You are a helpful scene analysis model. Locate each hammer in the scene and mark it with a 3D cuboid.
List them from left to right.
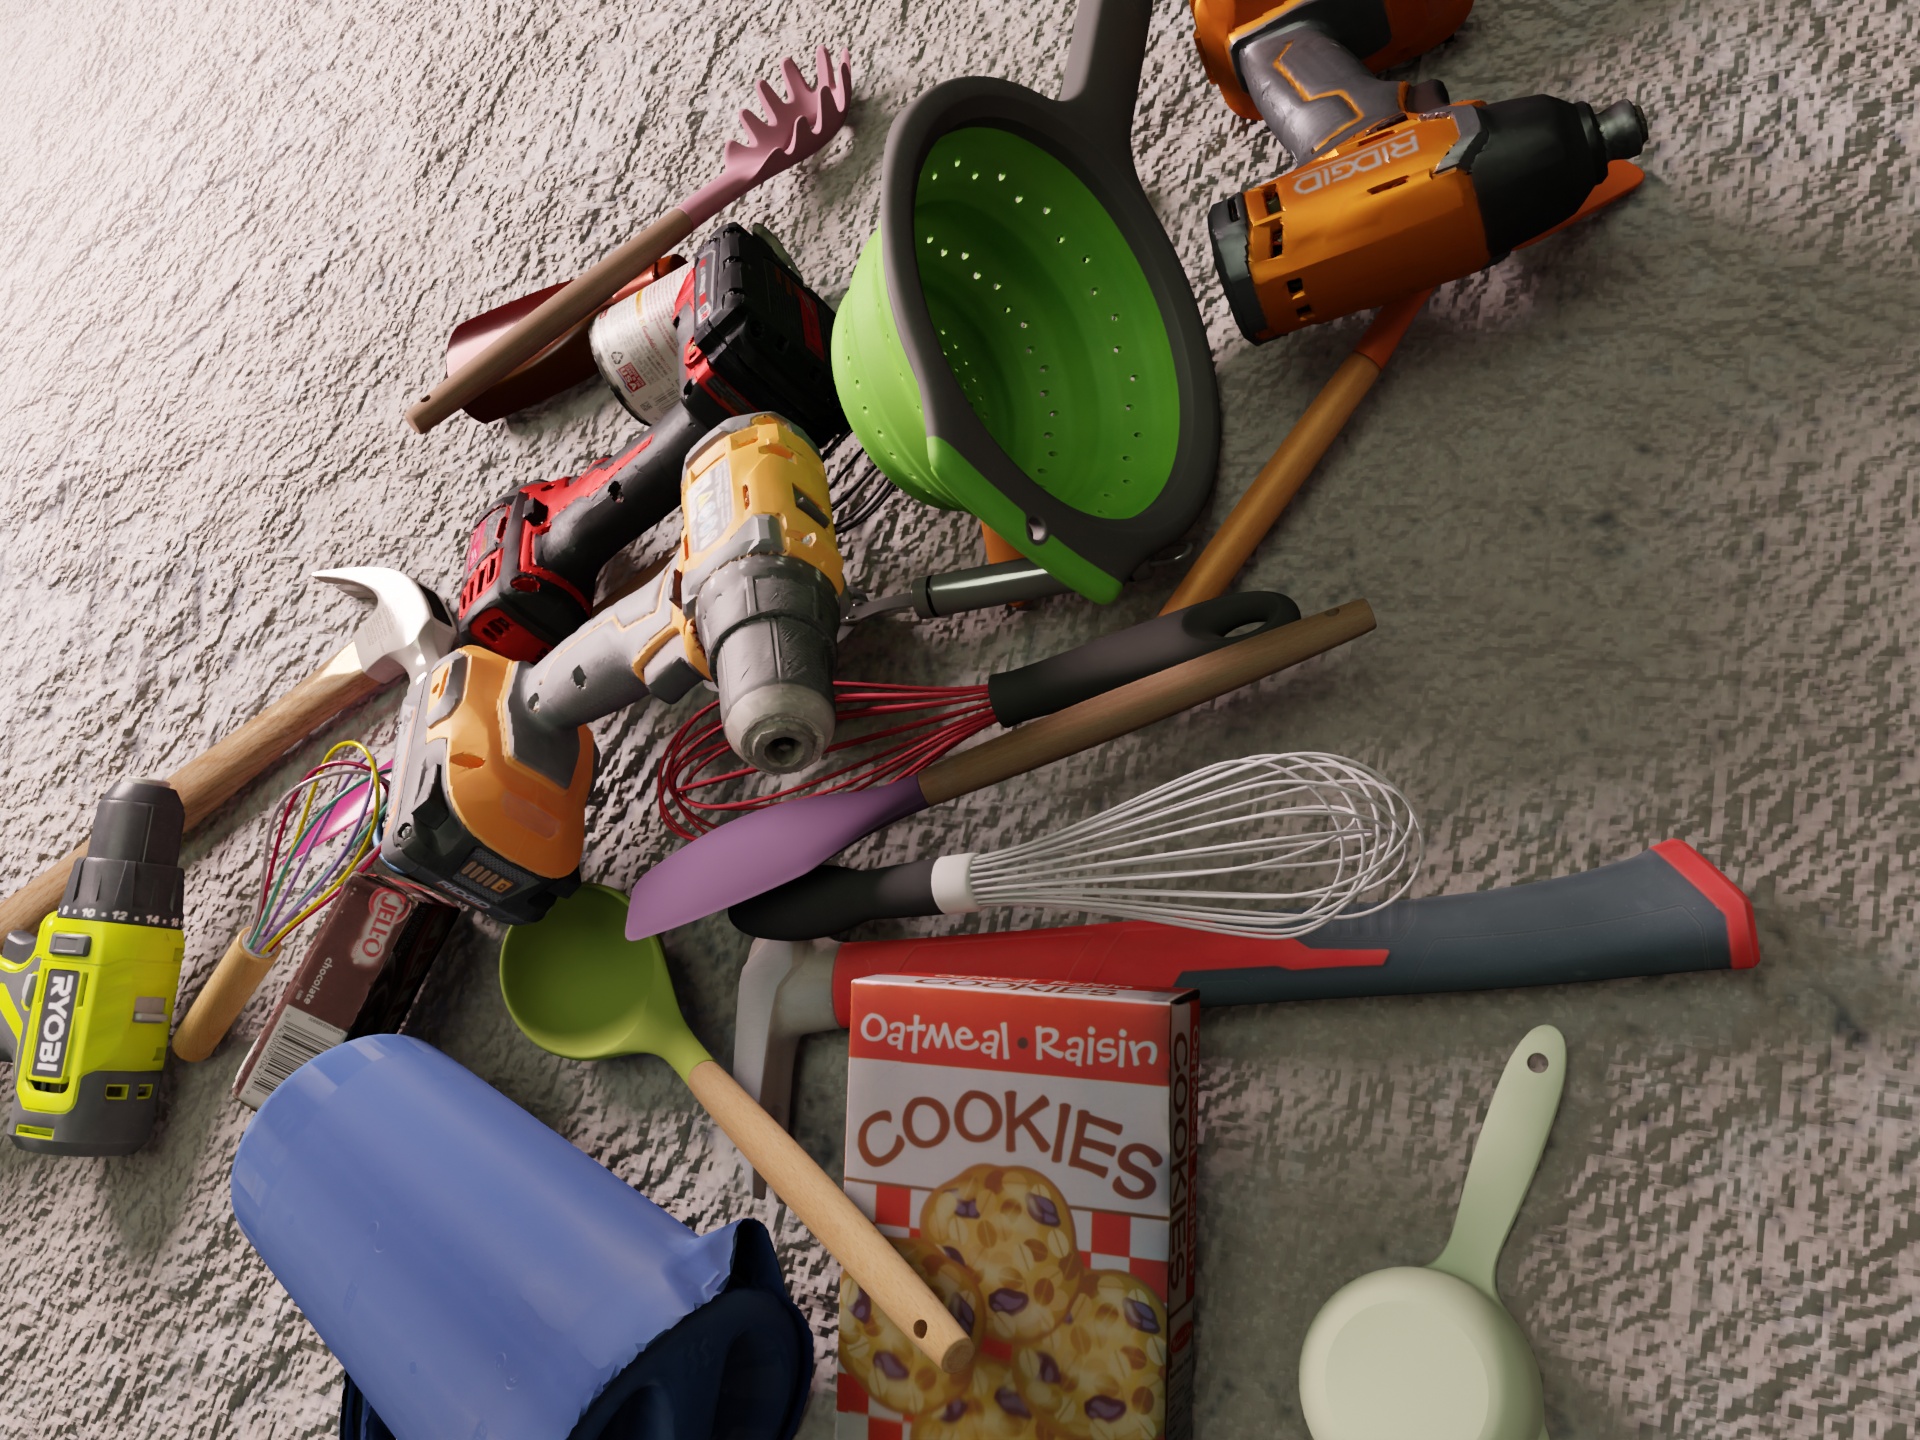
[{"bbox_3d":[-0.417,0.029,0.889,0.331,0.031,0.130,-34,58,9],"label":"hammer"},{"bbox_3d":[0.087,0.106,0.598,0.386,0.038,0.143,-8,66,24],"label":"hammer"}]

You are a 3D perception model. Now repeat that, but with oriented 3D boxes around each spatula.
[{"bbox_3d":[0.009,0.016,0.622,0.316,0.018,0.060,-22,31,10],"label":"spatula"},{"bbox_3d":[0.161,-0.127,0.675,0.081,0.041,0.322,37,92,35],"label":"spatula"}]

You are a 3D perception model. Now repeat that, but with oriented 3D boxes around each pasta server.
[{"bbox_3d":[-0.169,-0.256,0.839,0.316,0.040,0.060,-45,45,-20],"label":"pasta server"}]

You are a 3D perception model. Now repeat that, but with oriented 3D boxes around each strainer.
[{"bbox_3d":[-0.023,-0.056,0.713,0.258,0.050,0.087,-9,31,19],"label":"strainer"}]

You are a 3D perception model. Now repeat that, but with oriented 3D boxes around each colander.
[{"bbox_3d":[0.027,-0.223,0.710,0.094,0.204,0.397,-19,49,41],"label":"colander"}]

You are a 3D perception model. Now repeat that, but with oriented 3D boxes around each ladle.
[{"bbox_3d":[-0.097,0.147,0.610,0.320,0.062,0.078,28,94,52],"label":"ladle"}]

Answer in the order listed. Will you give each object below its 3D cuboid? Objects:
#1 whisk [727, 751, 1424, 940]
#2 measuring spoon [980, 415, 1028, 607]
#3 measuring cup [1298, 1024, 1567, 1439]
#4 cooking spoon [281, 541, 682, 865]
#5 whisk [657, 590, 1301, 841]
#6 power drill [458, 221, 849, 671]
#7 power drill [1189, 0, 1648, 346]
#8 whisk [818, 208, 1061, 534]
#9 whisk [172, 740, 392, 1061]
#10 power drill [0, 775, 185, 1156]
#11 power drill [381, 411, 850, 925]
[{"bbox_3d":[0.029,0.058,0.594,0.284,0.070,0.070,-11,64,28],"label":"whisk"},{"bbox_3d":[0.016,-0.103,0.742,0.021,0.011,0.117,-21,61,17],"label":"measuring spoon"},{"bbox_3d":[0.166,0.176,0.525,0.083,0.038,0.167,18,79,32],"label":"measuring cup"},{"bbox_3d":[-0.217,-0.024,0.807,0.319,0.017,0.069,-36,14,3],"label":"cooking spoon"},{"bbox_3d":[-0.001,-0.002,0.670,0.296,0.073,0.073,-16,62,19],"label":"whisk"},{"bbox_3d":[-0.155,-0.125,0.765,0.219,0.078,0.143,-39,33,19],"label":"power drill"},{"bbox_3d":[0.181,-0.266,0.669,0.164,0.084,0.227,-15,50,20],"label":"power drill"},{"bbox_3d":[-0.005,-0.180,0.770,0.239,0.055,0.055,-48,56,-5],"label":"whisk"},{"bbox_3d":[-0.329,0.092,0.765,0.047,0.051,0.245,43,121,-1],"label":"whisk"},{"bbox_3d":[-0.513,0.123,0.846,0.228,0.080,0.191,1,79,18],"label":"power drill"},{"bbox_3d":[-0.137,-0.006,0.654,0.226,0.084,0.186,-37,39,19],"label":"power drill"}]
